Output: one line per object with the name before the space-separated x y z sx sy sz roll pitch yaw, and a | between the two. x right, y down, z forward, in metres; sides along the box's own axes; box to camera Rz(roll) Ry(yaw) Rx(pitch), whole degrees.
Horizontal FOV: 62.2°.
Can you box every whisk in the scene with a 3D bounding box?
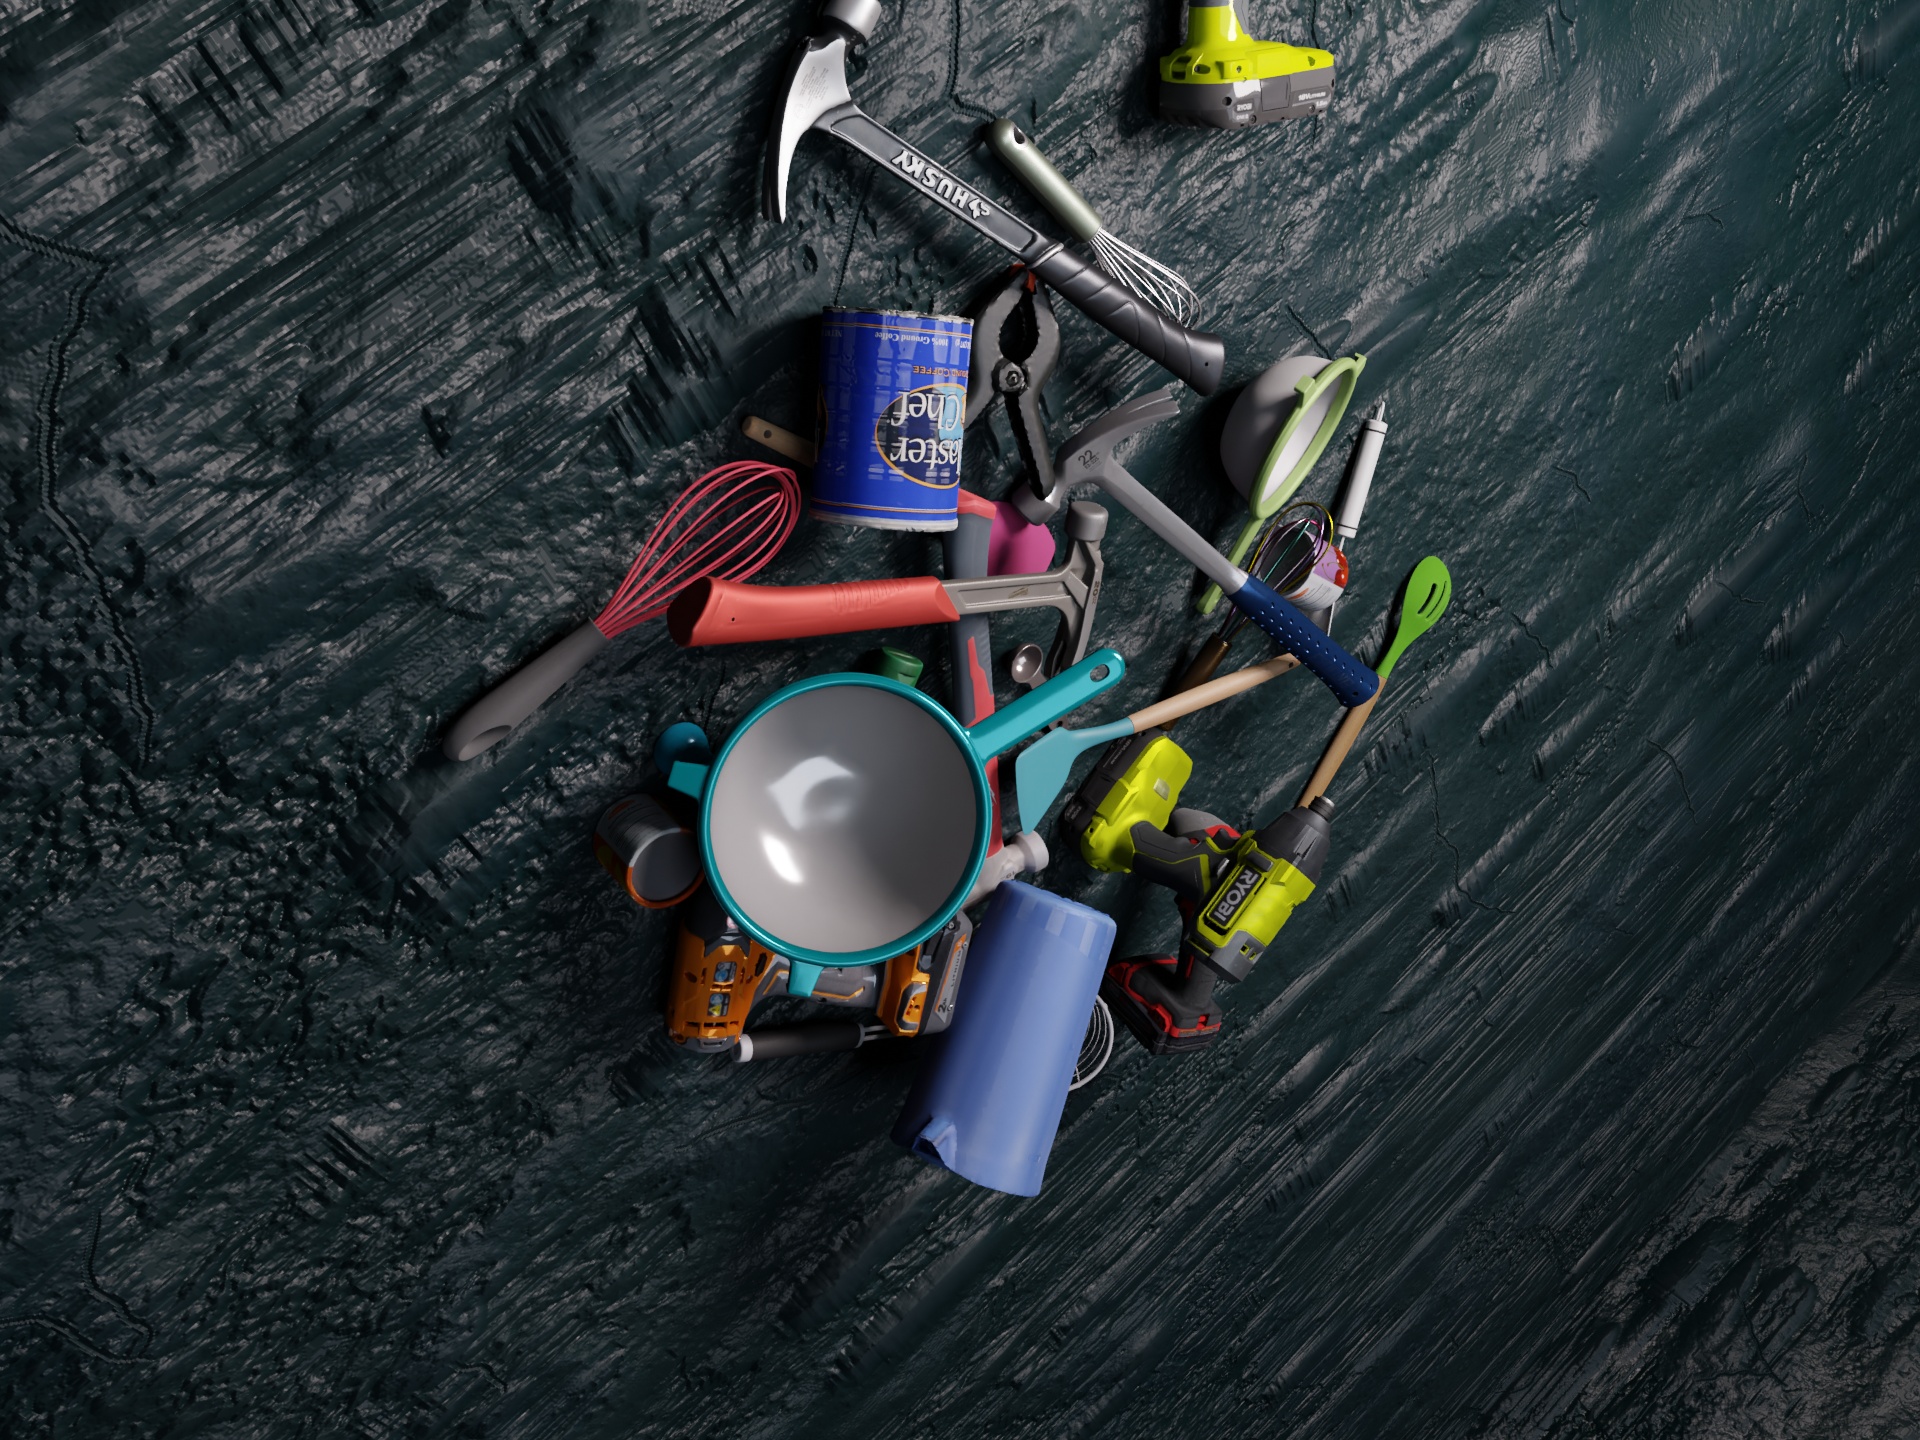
whisk | -0.225 -0.073 1.056 0.296 0.073 0.073 -40 133 -7
whisk | 0.247 -0.087 1.403 0.047 0.051 0.245 31 111 -8
whisk | 0.098 -0.356 1.169 0.246 0.059 0.058 34 54 -41

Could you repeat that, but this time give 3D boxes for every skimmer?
skimmer | -0.026 0.283 1.384 0.363 0.090 0.127 2 112 -39

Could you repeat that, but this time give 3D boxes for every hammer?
hammer | -0.042 -0.076 1.133 0.359 0.037 0.149 -9 121 -37
hammer | 0.042 -0.327 1.103 0.408 0.036 0.149 24 98 -36
hammer | 0.228 -0.122 1.322 0.144 0.035 0.405 -40 128 22
hammer | -0.002 -0.004 1.270 0.143 0.038 0.386 -24 130 -25

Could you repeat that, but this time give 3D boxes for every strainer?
strainer | -0.036 0.035 1.172 0.340 0.095 0.211 -31 102 -11
strainer | 0.244 -0.209 1.359 0.151 0.069 0.256 -32 153 -53
strainer | 0.353 -0.169 1.476 0.087 0.050 0.258 -36 141 -77

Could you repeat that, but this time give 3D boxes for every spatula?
spatula | 0.174 0.002 1.380 0.317 0.044 0.082 -22 125 -21

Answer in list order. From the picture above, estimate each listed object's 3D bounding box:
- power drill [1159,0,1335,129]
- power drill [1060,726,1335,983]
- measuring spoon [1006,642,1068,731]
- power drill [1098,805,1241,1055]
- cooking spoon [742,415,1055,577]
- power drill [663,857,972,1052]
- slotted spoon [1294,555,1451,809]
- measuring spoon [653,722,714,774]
power drill | 0.215 -0.551 1.131 0.190 0.080 0.228 -21 122 -29
power drill | 0.207 0.102 1.379 0.171 0.223 0.080 -53 135 -2
measuring spoon | 0.066 -0.025 1.346 0.034 0.018 0.124 -46 140 -12
power drill | 0.213 0.194 1.502 0.078 0.143 0.219 -1 120 -34
cooking spoon | -0.036 -0.161 1.182 0.318 0.017 0.069 19 100 -44
power drill | -0.111 0.175 1.246 0.226 0.084 0.164 2 113 -25
slotted spoon | 0.415 -0.022 1.617 0.070 0.031 0.313 21 101 -44
measuring spoon | -0.172 0.041 1.180 0.128 0.021 0.042 32 92 -43
